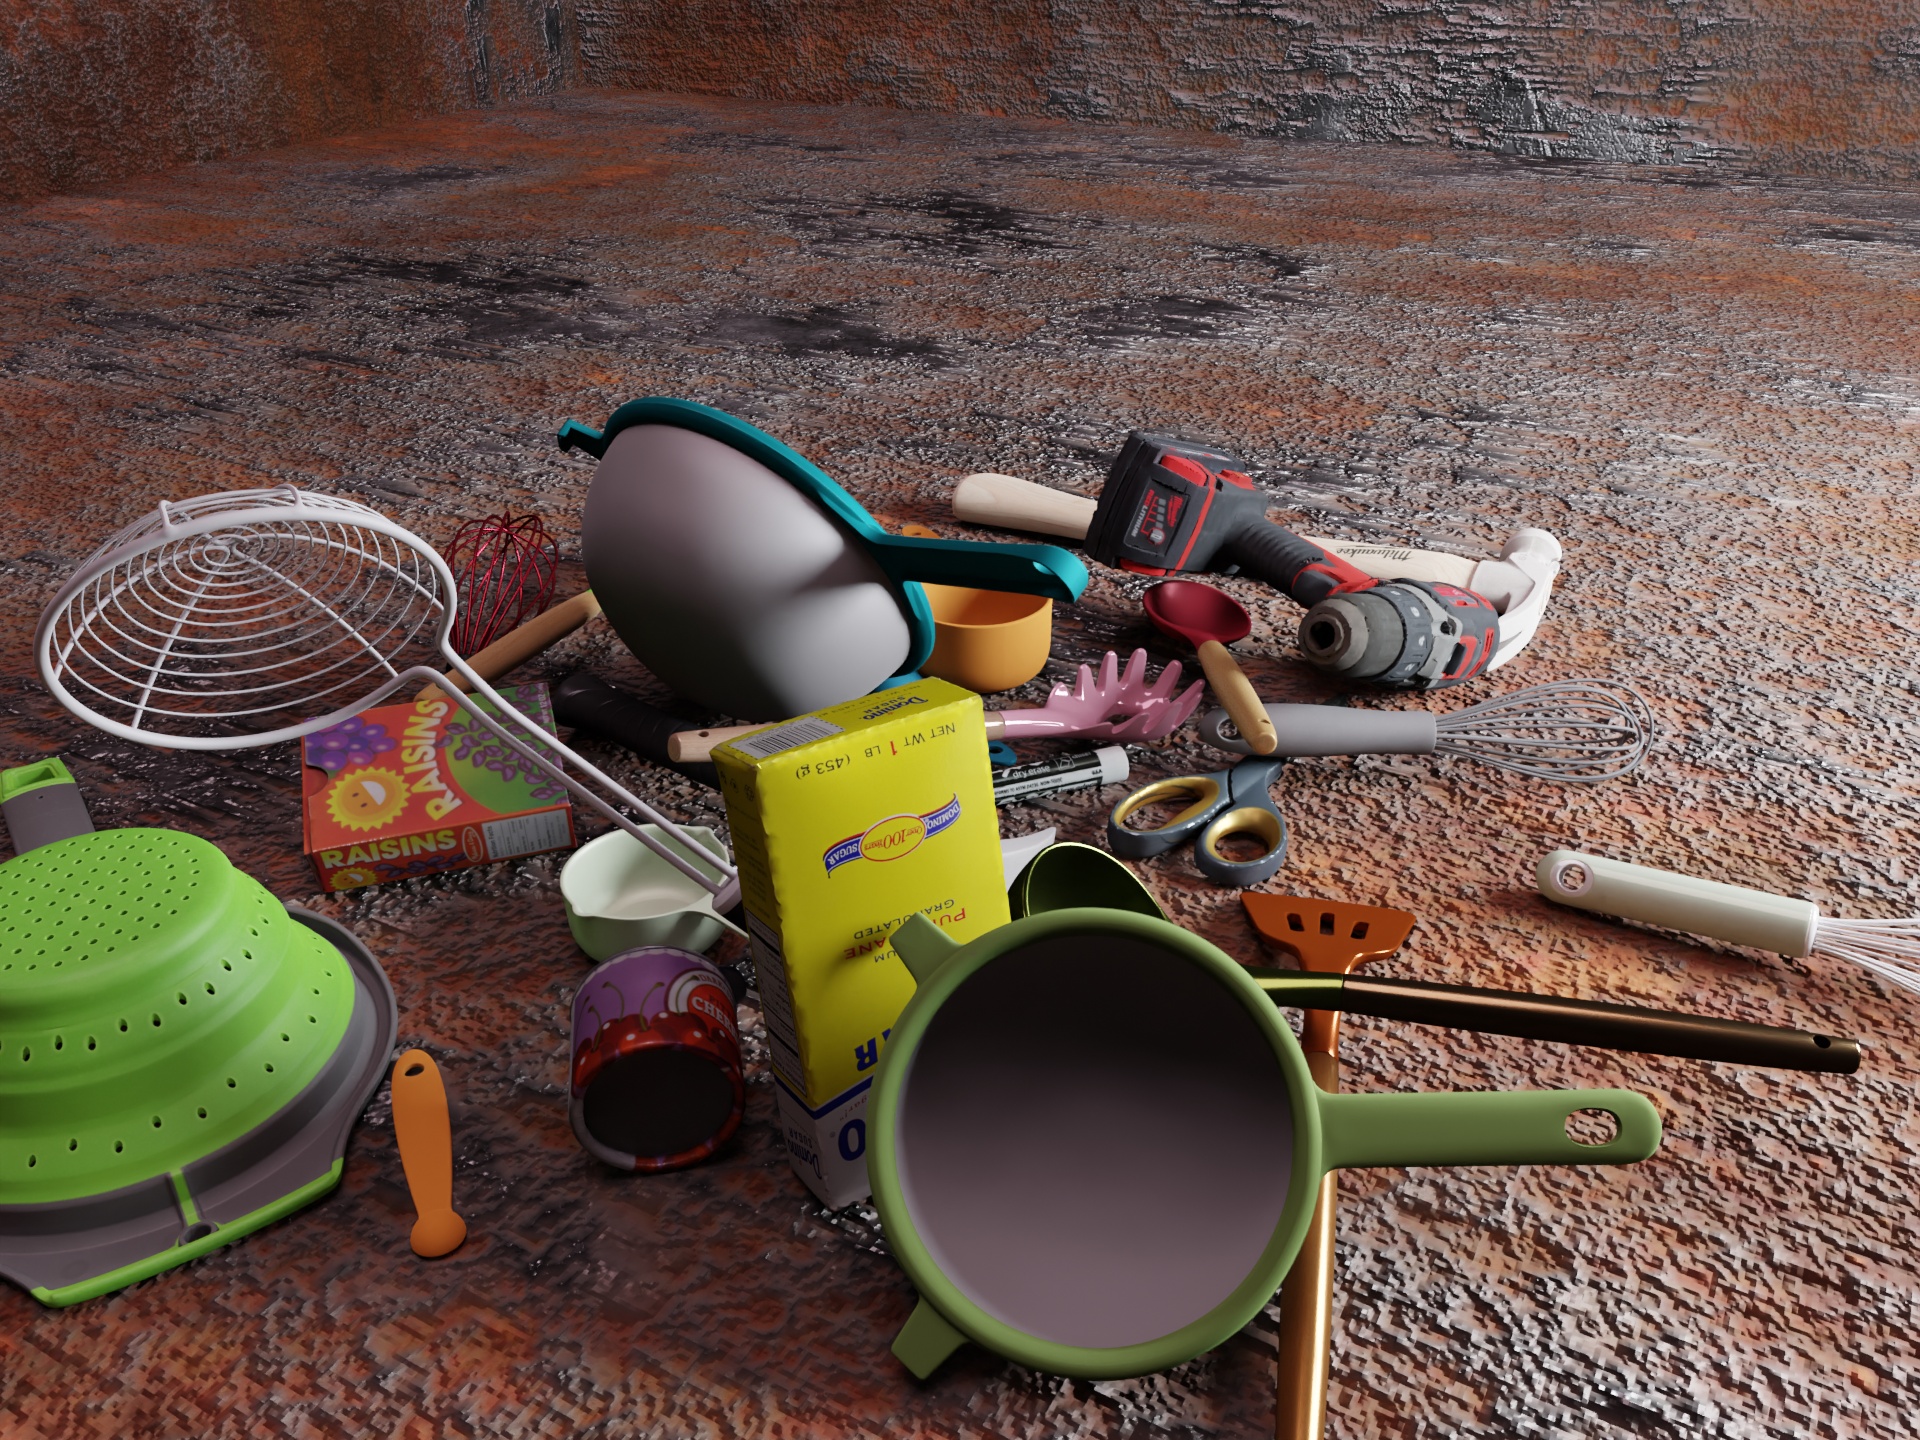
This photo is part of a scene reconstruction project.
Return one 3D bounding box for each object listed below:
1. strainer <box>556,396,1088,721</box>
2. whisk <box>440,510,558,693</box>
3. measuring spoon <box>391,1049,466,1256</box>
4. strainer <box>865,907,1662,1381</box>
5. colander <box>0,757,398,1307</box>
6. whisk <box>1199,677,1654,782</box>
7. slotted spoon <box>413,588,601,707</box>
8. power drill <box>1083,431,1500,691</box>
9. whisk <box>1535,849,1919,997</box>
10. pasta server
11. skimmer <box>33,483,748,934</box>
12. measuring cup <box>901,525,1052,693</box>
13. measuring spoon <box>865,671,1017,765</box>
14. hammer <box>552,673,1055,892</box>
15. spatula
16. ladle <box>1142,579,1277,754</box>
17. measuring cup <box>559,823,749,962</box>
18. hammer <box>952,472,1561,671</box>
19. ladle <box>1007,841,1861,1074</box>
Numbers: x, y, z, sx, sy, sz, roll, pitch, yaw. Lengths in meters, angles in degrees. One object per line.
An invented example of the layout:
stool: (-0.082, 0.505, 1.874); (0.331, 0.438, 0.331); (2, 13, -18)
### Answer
strainer: (-0.082, -0.055, 0.793); (0.340, 0.210, 0.095); (10, 58, 47)
whisk: (-0.288, -0.040, 0.938); (0.073, 0.073, 0.296); (-2, 36, -2)
measuring spoon: (-0.208, 0.162, 0.616); (0.021, 0.011, 0.117); (-12, 31, -18)
strainer: (0.098, 0.140, 0.545); (0.256, 0.151, 0.069); (-3, -13, 6)
colander: (-0.385, 0.076, 0.692); (0.204, 0.094, 0.397); (-20, 35, -29)
whisk: (0.243, 0.004, 0.831); (0.239, 0.055, 0.055); (0, 29, -3)
slotted spoon: (-0.238, -0.064, 0.959); (0.070, 0.031, 0.314); (27, 26, 4)
power drill: (0.180, -0.084, 0.906); (0.227, 0.080, 0.187); (34, 22, 31)
whisk: (0.377, 0.093, 0.690); (0.246, 0.058, 0.059); (12, -2, 28)
pasta server: (-0.001, -0.003, 0.806); (0.316, 0.040, 0.060); (-4, 32, -37)
skimmer: (-0.135, 0.046, 0.568); (0.363, 0.127, 0.090); (38, 30, -19)
measuring cup: (-0.004, -0.071, 0.983); (0.095, 0.052, 0.174); (-11, 29, -17)
measuring spoon: (-0.012, -0.006, 0.895); (0.042, 0.021, 0.129); (-23, 34, -33)
hammer: (-0.101, 0.030, 0.795); (0.146, 0.035, 0.335); (4, 11, -45)
spatula: (0.136, 0.156, 0.607); (0.081, 0.041, 0.323); (6, 34, 12)
ladle: (0.141, -0.032, 0.865); (0.069, 0.031, 0.315); (11, 16, -1)
measuring cup: (-0.106, 0.096, 0.706); (0.168, 0.038, 0.083); (20, 36, 30)
hammer: (0.178, -0.114, 1.068); (0.411, 0.038, 0.146); (13, 34, 24)
ladle: (0.173, 0.099, 0.603); (0.320, 0.062, 0.078); (6, 44, 9)
